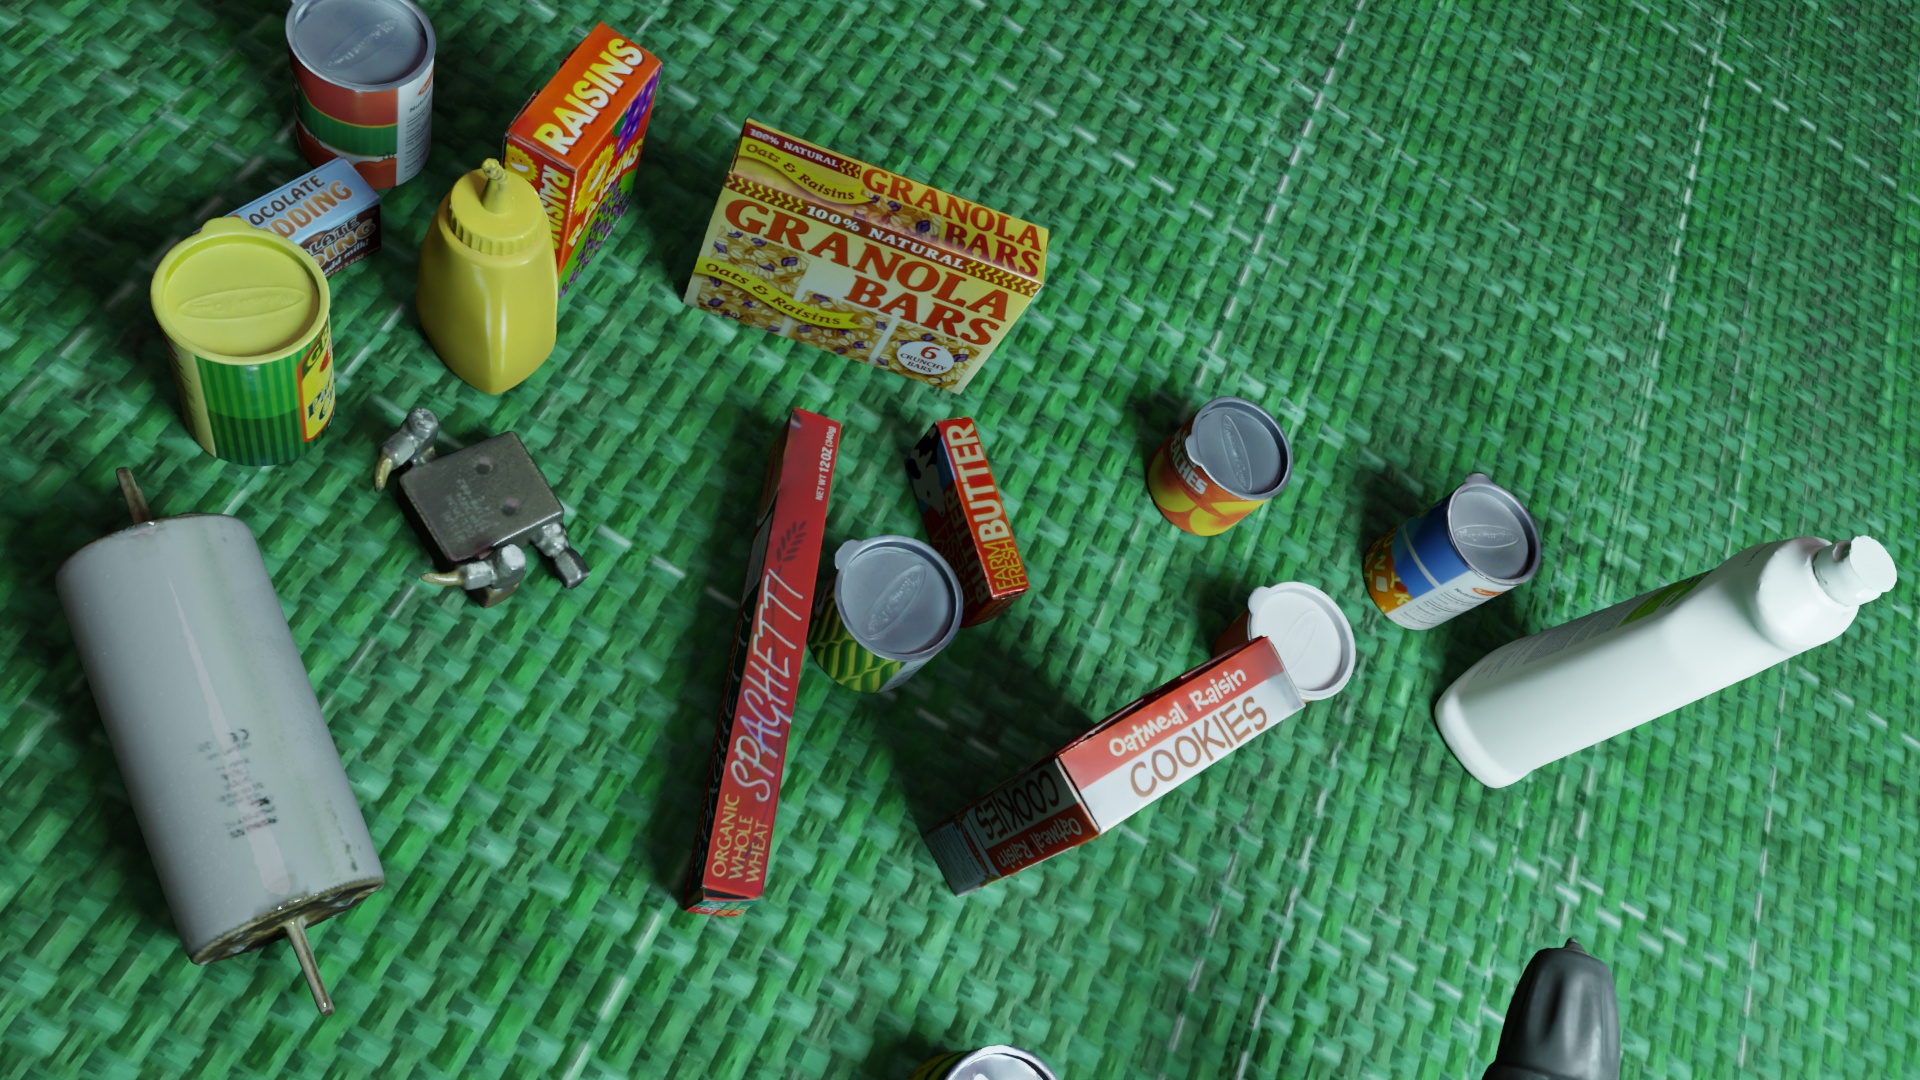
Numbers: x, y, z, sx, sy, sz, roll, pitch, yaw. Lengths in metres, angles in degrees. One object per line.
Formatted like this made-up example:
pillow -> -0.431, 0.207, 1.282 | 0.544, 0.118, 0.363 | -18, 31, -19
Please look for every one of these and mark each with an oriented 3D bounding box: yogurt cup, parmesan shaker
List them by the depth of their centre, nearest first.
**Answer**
parmesan shaker -> -0.316, -0.086, 0.619 | 0.071, 0.102, 0.071 | 9, 65, -19
yogurt cup -> 0.179, 0.063, 0.783 | 0.072, 0.053, 0.072 | 9, 65, -19

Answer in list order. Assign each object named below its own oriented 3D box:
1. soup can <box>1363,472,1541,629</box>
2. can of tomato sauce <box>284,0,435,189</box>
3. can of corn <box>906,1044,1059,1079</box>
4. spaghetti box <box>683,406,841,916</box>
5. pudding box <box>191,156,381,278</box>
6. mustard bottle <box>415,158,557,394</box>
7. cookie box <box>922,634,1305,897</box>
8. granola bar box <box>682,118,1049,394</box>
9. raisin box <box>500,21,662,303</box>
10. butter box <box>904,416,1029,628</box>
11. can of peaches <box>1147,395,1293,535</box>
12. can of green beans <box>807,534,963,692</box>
soup can -> 0.294, 0.008, 0.837 | 0.071, 0.083, 0.071 | 9, 65, -19
can of tomato sauce -> -0.303, -0.228, 0.699 | 0.071, 0.082, 0.071 | 9, 65, -19
can of corn -> 0.006, 0.264, 0.622 | 0.071, 0.058, 0.071 | 9, 65, -19
spaghetti box -> -0.095, 0.055, 0.677 | 0.029, 0.050, 0.251 | 15, 63, -16
pudding box -> -0.325, -0.145, 0.673 | 0.030, 0.049, 0.084 | 47, 59, 2
mustard bottle -> -0.217, -0.127, 0.644 | 0.065, 0.159, 0.049 | 44, 59, 0
cookie box -> 0.066, 0.108, 0.651 | 0.123, 0.166, 0.040 | -25, 79, -29
granola bar box -> -0.053, -0.146, 0.741 | 0.165, 0.123, 0.039 | 17, 63, -15
raisin box -> -0.195, -0.186, 0.701 | 0.040, 0.123, 0.086 | 30, 60, -8
butter box -> 0.003, -0.009, 0.744 | 0.024, 0.053, 0.104 | -10, 72, -26
can of peaches -> 0.149, -0.043, 0.816 | 0.071, 0.057, 0.071 | 9, 65, -19
can of green beans -> -0.039, 0.038, 0.703 | 0.071, 0.057, 0.071 | 9, 65, -19
